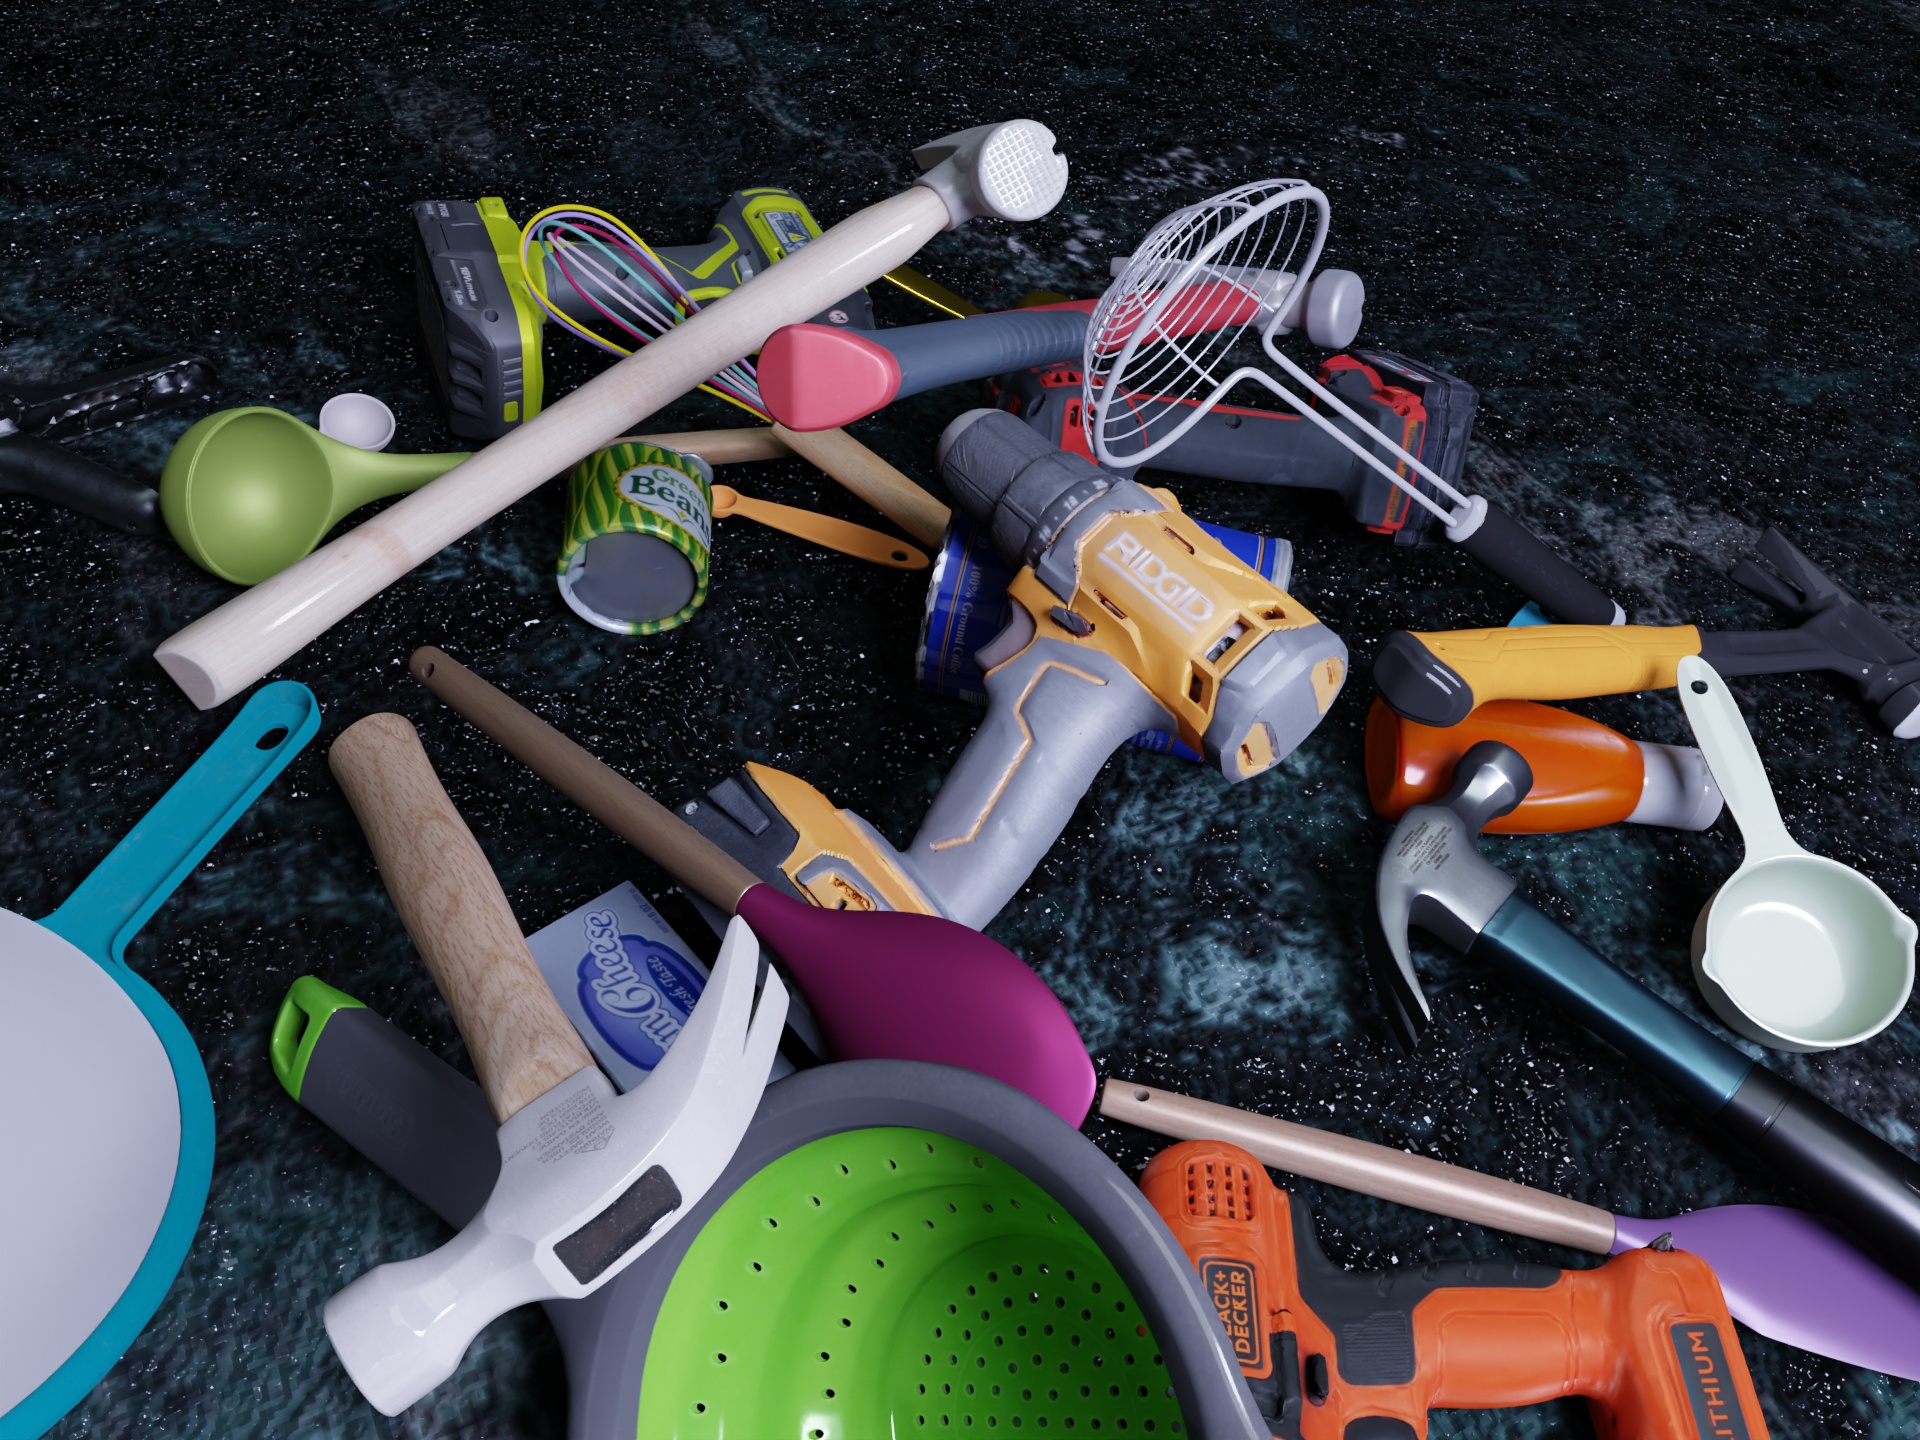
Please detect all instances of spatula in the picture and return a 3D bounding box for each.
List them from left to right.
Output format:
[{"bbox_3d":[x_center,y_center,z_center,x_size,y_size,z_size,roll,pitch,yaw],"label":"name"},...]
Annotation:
[{"bbox_3d":[0.203,0.172,0.562,0.316,0.018,0.060,14,41,2],"label":"spatula"}]

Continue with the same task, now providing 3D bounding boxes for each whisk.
[{"bbox_3d":[-0.101,-0.162,0.756,0.245,0.051,0.047,35,56,-10],"label":"whisk"}]

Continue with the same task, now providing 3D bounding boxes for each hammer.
[{"bbox_3d":[-0.155,0.063,0.500,0.130,0.031,0.332,-33,32,-15],"label":"hammer"},{"bbox_3d":[-0.150,-0.134,0.674,0.410,0.038,0.146,-34,23,-6],"label":"hammer"},{"bbox_3d":[0.038,-0.173,0.699,0.143,0.038,0.386,16,25,32],"label":"hammer"},{"bbox_3d":[0.311,-0.035,0.721,0.336,0.034,0.127,-4,47,-31],"label":"hammer"},{"bbox_3d":[0.289,0.140,0.568,0.331,0.033,0.128,38,63,24],"label":"hammer"}]

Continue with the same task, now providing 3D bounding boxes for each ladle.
[{"bbox_3d":[-0.199,-0.118,0.746,0.320,0.078,0.062,-10,26,-26],"label":"ladle"}]

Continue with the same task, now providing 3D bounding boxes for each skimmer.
[{"bbox_3d":[0.193,-0.100,0.677,0.363,0.127,0.090,27,22,-32],"label":"skimmer"}]

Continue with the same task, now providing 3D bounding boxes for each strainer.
[{"bbox_3d":[-0.318,0.079,0.505,0.211,0.095,0.341,19,48,8],"label":"strainer"}]

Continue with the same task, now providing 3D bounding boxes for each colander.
[{"bbox_3d":[-0.062,0.169,0.467,0.397,0.204,0.094,22,1,34],"label":"colander"}]

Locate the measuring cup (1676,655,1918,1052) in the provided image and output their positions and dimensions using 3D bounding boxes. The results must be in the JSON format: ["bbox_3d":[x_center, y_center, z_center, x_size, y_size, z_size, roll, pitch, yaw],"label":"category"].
[{"bbox_3d":[0.323,0.054,0.651,0.083,0.038,0.168,-12,66,2],"label":"measuring cup"}]

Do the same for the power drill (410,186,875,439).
[{"bbox_3d":[-0.160,-0.213,0.830,0.223,0.080,0.171,-10,49,-23],"label":"power drill"}]

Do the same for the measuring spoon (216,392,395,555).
[{"bbox_3d":[-0.315,-0.111,0.748,0.034,0.018,0.124,35,55,0],"label":"measuring spoon"}]

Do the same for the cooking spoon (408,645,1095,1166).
[{"bbox_3d":[-0.088,0.048,0.533,0.319,0.017,0.069,31,92,29],"label":"cooking spoon"}]

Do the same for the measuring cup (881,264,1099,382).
[{"bbox_3d":[0.009,-0.236,0.881,0.156,0.029,0.062,24,42,-14],"label":"measuring cup"}]

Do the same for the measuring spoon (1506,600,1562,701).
[{"bbox_3d":[0.265,-0.029,0.773,0.042,0.021,0.128,39,42,15],"label":"measuring spoon"}]

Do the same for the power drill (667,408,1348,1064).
[{"bbox_3d":[-0.001,-0.002,0.582,0.226,0.084,0.185,-43,61,-3],"label":"power drill"}]

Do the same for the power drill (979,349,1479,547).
[{"bbox_3d":[0.119,-0.150,0.801,0.226,0.080,0.188,2,22,-9],"label":"power drill"}]

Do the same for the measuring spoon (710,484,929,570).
[{"bbox_3d":[-0.072,-0.091,0.775,0.117,0.011,0.021,17,46,2],"label":"measuring spoon"}]
